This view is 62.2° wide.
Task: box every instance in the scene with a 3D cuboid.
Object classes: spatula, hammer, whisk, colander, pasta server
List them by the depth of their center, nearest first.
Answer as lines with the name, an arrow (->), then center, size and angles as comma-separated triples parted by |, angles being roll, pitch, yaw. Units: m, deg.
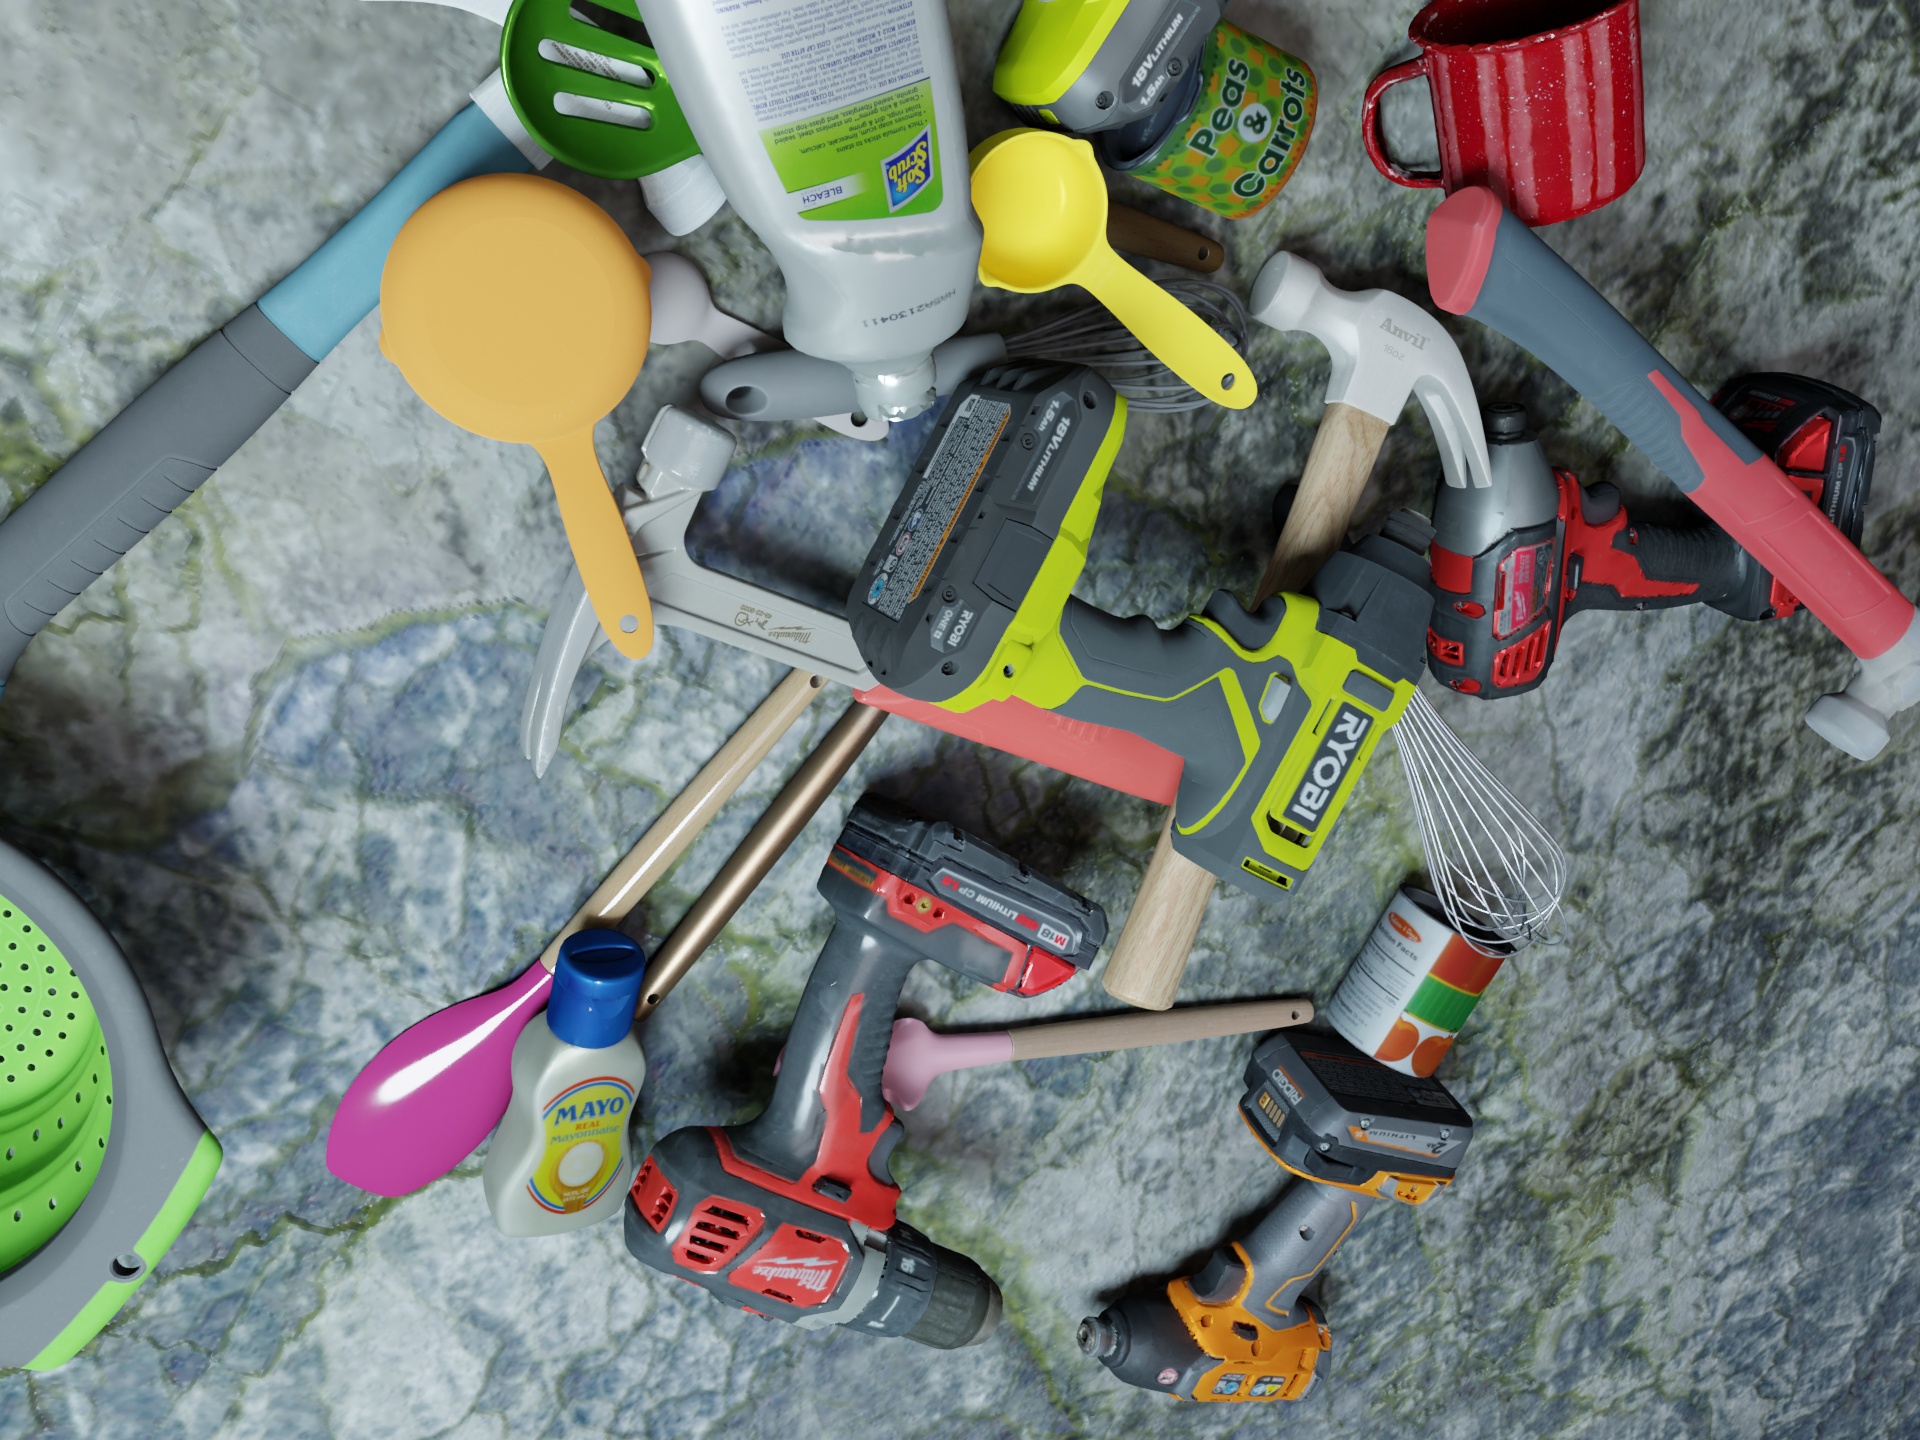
colander -> -0.431, 0.059, 0.530 | 0.397, 0.094, 0.204 | 38, 96, -14
hammer -> -0.240, -0.123, 0.548 | 0.331, 0.033, 0.128 | -43, 123, 0
whisk -> 0.012, -0.142, 0.638 | 0.239, 0.055, 0.055 | -10, 117, -19
hammer -> -0.001, -0.002, 0.688 | 0.358, 0.037, 0.149 | 19, 103, -33
spatula -> -0.049, 0.010, 0.703 | 0.059, 0.018, 0.316 | 36, 95, -33
hammer -> 0.138, -0.027, 0.709 | 0.130, 0.031, 0.331 | 19, 94, -18
hammer -> 0.353, -0.126, 0.718 | 0.386, 0.038, 0.143 | 31, 101, -27
whisk -> 0.225, 0.005, 0.778 | 0.070, 0.070, 0.284 | -36, 109, -5
pasta server -> 0.051, 0.164, 0.807 | 0.316, 0.040, 0.060 | -1, 96, -24

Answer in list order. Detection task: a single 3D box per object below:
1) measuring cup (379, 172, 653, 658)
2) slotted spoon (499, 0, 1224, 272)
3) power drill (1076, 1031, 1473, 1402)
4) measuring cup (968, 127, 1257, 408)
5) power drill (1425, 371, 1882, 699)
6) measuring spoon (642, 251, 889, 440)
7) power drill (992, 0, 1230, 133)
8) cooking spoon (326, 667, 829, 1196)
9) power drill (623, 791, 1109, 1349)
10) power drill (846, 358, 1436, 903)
measuring cup -> -0.134, -0.097, 0.537 | 0.095, 0.052, 0.173 | -20, 108, -11
slotted spoon -> -0.019, -0.206, 0.588 | 0.313, 0.031, 0.070 | 5, 110, -35
power drill -> 0.169, 0.289, 0.893 | 0.164, 0.084, 0.226 | 14, 111, -28
measuring cup -> 0.059, -0.168, 0.613 | 0.156, 0.029, 0.062 | 31, 103, -33
power drill -> 0.332, -0.101, 0.786 | 0.219, 0.079, 0.143 | -14, 118, -14
measuring spoon -> -0.075, -0.140, 0.620 | 0.124, 0.018, 0.034 | 26, 101, -32
power drill -> -0.012, -0.304, 0.539 | 0.228, 0.080, 0.190 | 29, 99, -28
cooking spoon -> -0.160, 0.089, 0.690 | 0.319, 0.017, 0.068 | -48, 124, 4
power drill -> -0.022, 0.167, 0.713 | 0.187, 0.080, 0.227 | 31, 83, -27
power drill -> 0.084, -0.043, 0.630 | 0.223, 0.080, 0.171 | 26, 93, -27
